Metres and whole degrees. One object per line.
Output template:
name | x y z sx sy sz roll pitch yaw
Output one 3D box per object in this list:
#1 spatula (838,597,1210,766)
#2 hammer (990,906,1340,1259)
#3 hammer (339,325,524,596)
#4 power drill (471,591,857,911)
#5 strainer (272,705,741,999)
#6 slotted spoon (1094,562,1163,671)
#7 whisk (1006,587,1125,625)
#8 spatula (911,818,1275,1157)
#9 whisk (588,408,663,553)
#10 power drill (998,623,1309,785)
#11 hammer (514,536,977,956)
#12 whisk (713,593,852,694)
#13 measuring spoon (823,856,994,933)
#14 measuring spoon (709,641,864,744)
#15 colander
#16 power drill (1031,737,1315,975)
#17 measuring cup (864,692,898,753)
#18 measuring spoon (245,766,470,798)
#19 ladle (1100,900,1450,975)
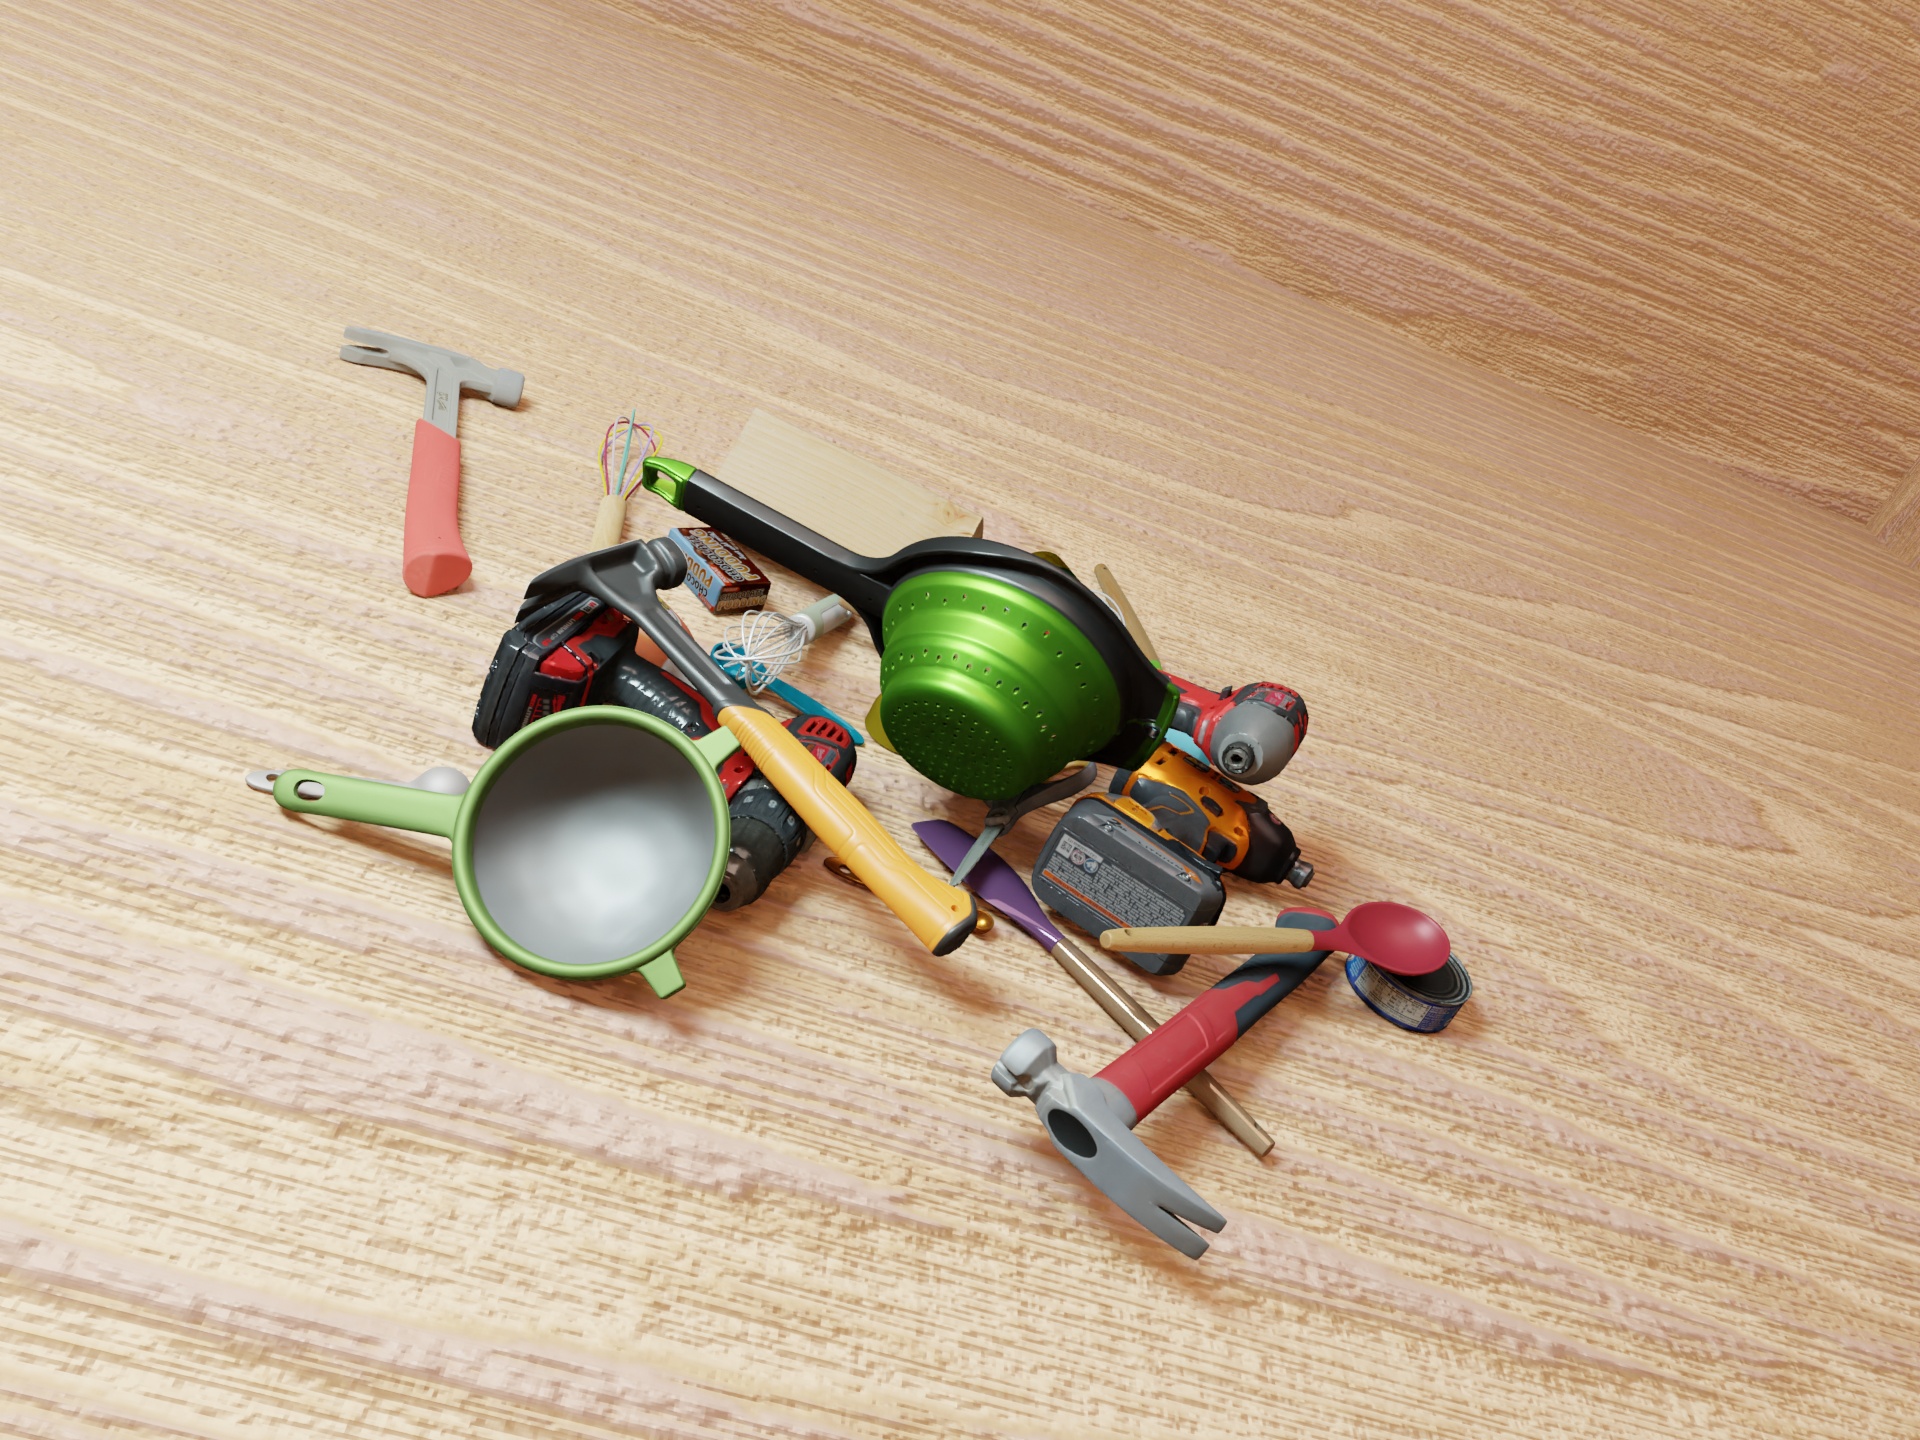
spatula | 0.051 -0.032 1.250 0.317 0.082 0.044 25 -14 -10
hammer | 0.171 0.194 0.979 0.143 0.038 0.386 40 27 20
hammer | -0.412 -0.205 1.222 0.149 0.036 0.359 11 32 -22
power drill | -0.186 0.020 0.993 0.226 0.080 0.188 29 30 0
strainer | -0.249 0.064 0.886 0.256 0.069 0.151 9 74 6
slotted spoon | 0.164 -0.063 1.435 0.070 0.031 0.314 13 30 -20
whisk | 0.031 -0.108 1.342 0.070 0.070 0.285 -9 28 -45
spatula | 0.082 0.161 1.020 0.316 0.018 0.059 43 26 29
whisk | -0.275 -0.186 1.289 0.047 0.051 0.245 21 32 -19
power drill | 0.136 -0.013 1.147 0.220 0.078 0.143 19 19 16
hammer | -0.119 0.016 0.956 0.337 0.034 0.127 44 37 15
whisk | -0.120 -0.066 1.174 0.059 0.057 0.246 -1 12 12
measuring spoon | -0.034 0.113 1.022 0.117 0.011 0.021 21 31 0
measuring spoon | -0.128 -0.012 1.151 0.128 0.021 0.042 33 28 -4
colander | -0.057 -0.053 1.048 0.397 0.204 0.094 28 57 6
power drill | 0.159 0.094 1.121 0.164 0.084 0.226 33 25 14
measuring cup | -0.002 -0.004 1.209 0.156 0.029 0.062 -5 41 -39
measuring spoon | -0.341 0.034 0.909 0.124 0.018 0.034 6 35 -29
ladle | 0.209 0.144 1.036 0.315 0.031 0.069 6 33 -38
